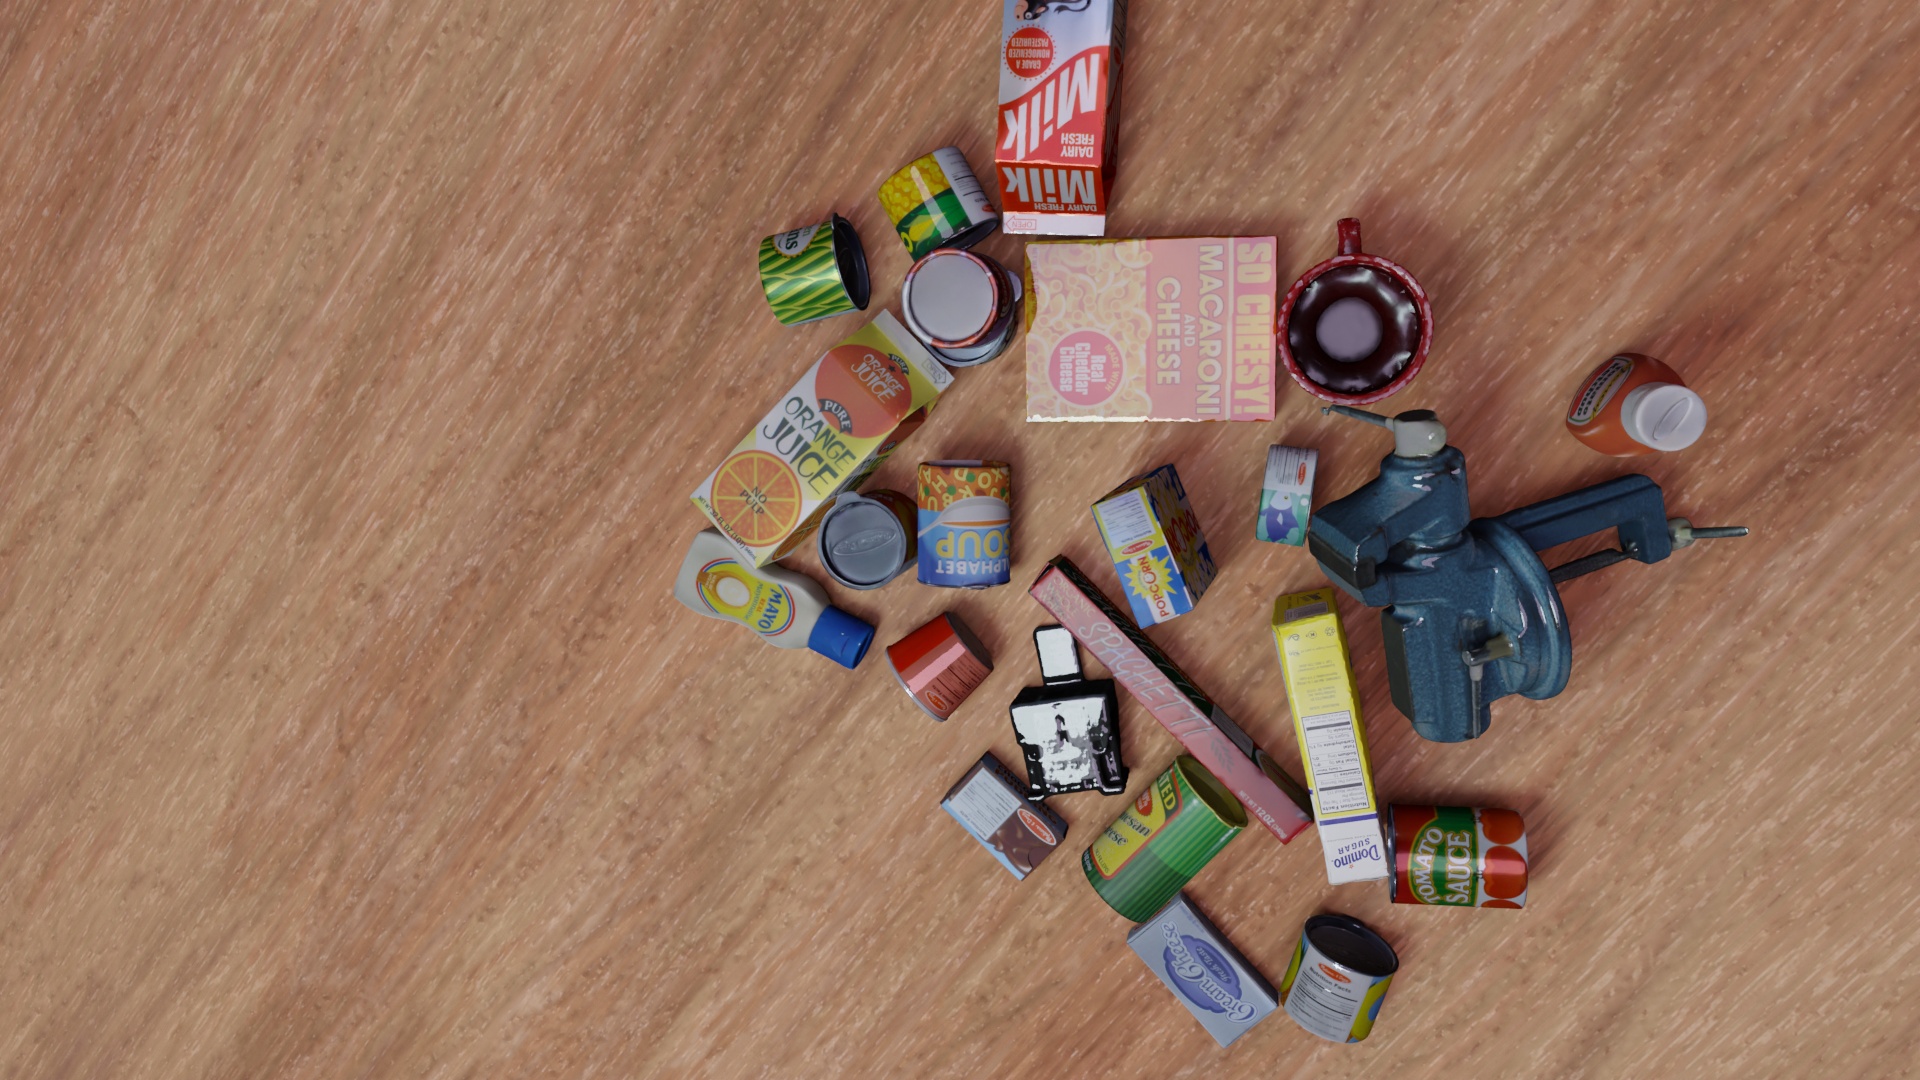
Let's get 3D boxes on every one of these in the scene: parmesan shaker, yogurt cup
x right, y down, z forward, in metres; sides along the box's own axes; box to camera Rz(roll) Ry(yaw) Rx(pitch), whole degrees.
[{"bbox_3d":[0.141,0.210,0.968,0.071,0.071,0.103,43,105,5],"label":"parmesan shaker"},{"bbox_3d":[-0.013,0.088,0.994,0.054,0.072,0.072,-39,88,8],"label":"yogurt cup"}]

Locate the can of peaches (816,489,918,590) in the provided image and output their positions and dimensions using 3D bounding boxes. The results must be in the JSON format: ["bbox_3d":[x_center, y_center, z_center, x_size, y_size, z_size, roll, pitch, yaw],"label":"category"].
[{"bbox_3d":[-0.063,-0.004,0.995,0.071,0.058,0.071,2,98,14],"label":"can of peaches"}]

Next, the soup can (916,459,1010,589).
[{"bbox_3d":[0.003,-0.012,0.971,0.071,0.071,0.083,2,98,13],"label":"soup can"}]

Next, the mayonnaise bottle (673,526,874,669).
[{"bbox_3d":[-0.136,0.047,1.028,0.148,0.041,0.064,26,103,10],"label":"mayonnaise bottle"}]

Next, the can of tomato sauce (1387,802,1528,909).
[{"bbox_3d":[0.329,0.210,0.923,0.083,0.071,0.071,0,98,13],"label":"can of tomato sauce"}]

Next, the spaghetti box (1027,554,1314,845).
[{"bbox_3d":[0.146,0.107,0.964,0.250,0.050,0.028,45,104,4],"label":"spaghetti box"}]

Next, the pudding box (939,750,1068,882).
[{"bbox_3d":[0.032,0.201,1.015,0.084,0.030,0.049,42,104,5],"label":"pudding box"}]

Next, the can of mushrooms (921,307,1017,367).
[{"bbox_3d":[0.007,-0.156,0.969,0.071,0.033,0.071,2,98,14],"label":"can of mushrooms"}]

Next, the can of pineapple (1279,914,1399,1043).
[{"bbox_3d":[0.260,0.300,0.954,0.071,0.071,0.057,19,108,10],"label":"can of pineapple"}]

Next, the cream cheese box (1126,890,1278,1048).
[{"bbox_3d":[0.174,0.308,0.998,0.053,0.024,0.104,-44,86,16],"label":"cream cheese box"}]

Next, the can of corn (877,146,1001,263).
[{"bbox_3d":[-0.017,-0.225,0.948,0.071,0.071,0.058,-29,90,16],"label":"can of corn"}]

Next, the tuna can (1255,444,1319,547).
[{"bbox_3d":[0.216,-0.028,0.921,0.033,0.071,0.071,9,100,13],"label":"tuna can"}]

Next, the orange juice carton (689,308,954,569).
[{"bbox_3d":[-0.094,-0.072,0.985,0.192,0.073,0.072,-44,86,15],"label":"orange juice carton"}]

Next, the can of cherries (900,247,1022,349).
[{"bbox_3d":[0.001,-0.161,0.921,0.071,0.058,0.071,2,98,13],"label":"can of cherries"}]

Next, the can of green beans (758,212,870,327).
[{"bbox_3d":[-0.102,-0.188,0.974,0.058,0.071,0.071,-10,96,15],"label":"can of green beans"}]

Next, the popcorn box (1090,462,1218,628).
[{"bbox_3d":[0.130,0.000,0.913,0.038,0.127,0.085,-21,92,20],"label":"popcorn box"}]

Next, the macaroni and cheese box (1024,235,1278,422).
[{"bbox_3d":[0.129,-0.142,0.938,0.166,0.040,0.123,1,98,14],"label":"macaroni and cheese box"}]

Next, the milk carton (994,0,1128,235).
[{"bbox_3d":[0.067,-0.298,0.914,0.072,0.073,0.190,5,99,13],"label":"milk carton"}]

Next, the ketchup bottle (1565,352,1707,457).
[{"bbox_3d":[0.403,-0.078,0.824,0.043,0.149,0.064,34,105,5],"label":"ketchup bottle"}]
